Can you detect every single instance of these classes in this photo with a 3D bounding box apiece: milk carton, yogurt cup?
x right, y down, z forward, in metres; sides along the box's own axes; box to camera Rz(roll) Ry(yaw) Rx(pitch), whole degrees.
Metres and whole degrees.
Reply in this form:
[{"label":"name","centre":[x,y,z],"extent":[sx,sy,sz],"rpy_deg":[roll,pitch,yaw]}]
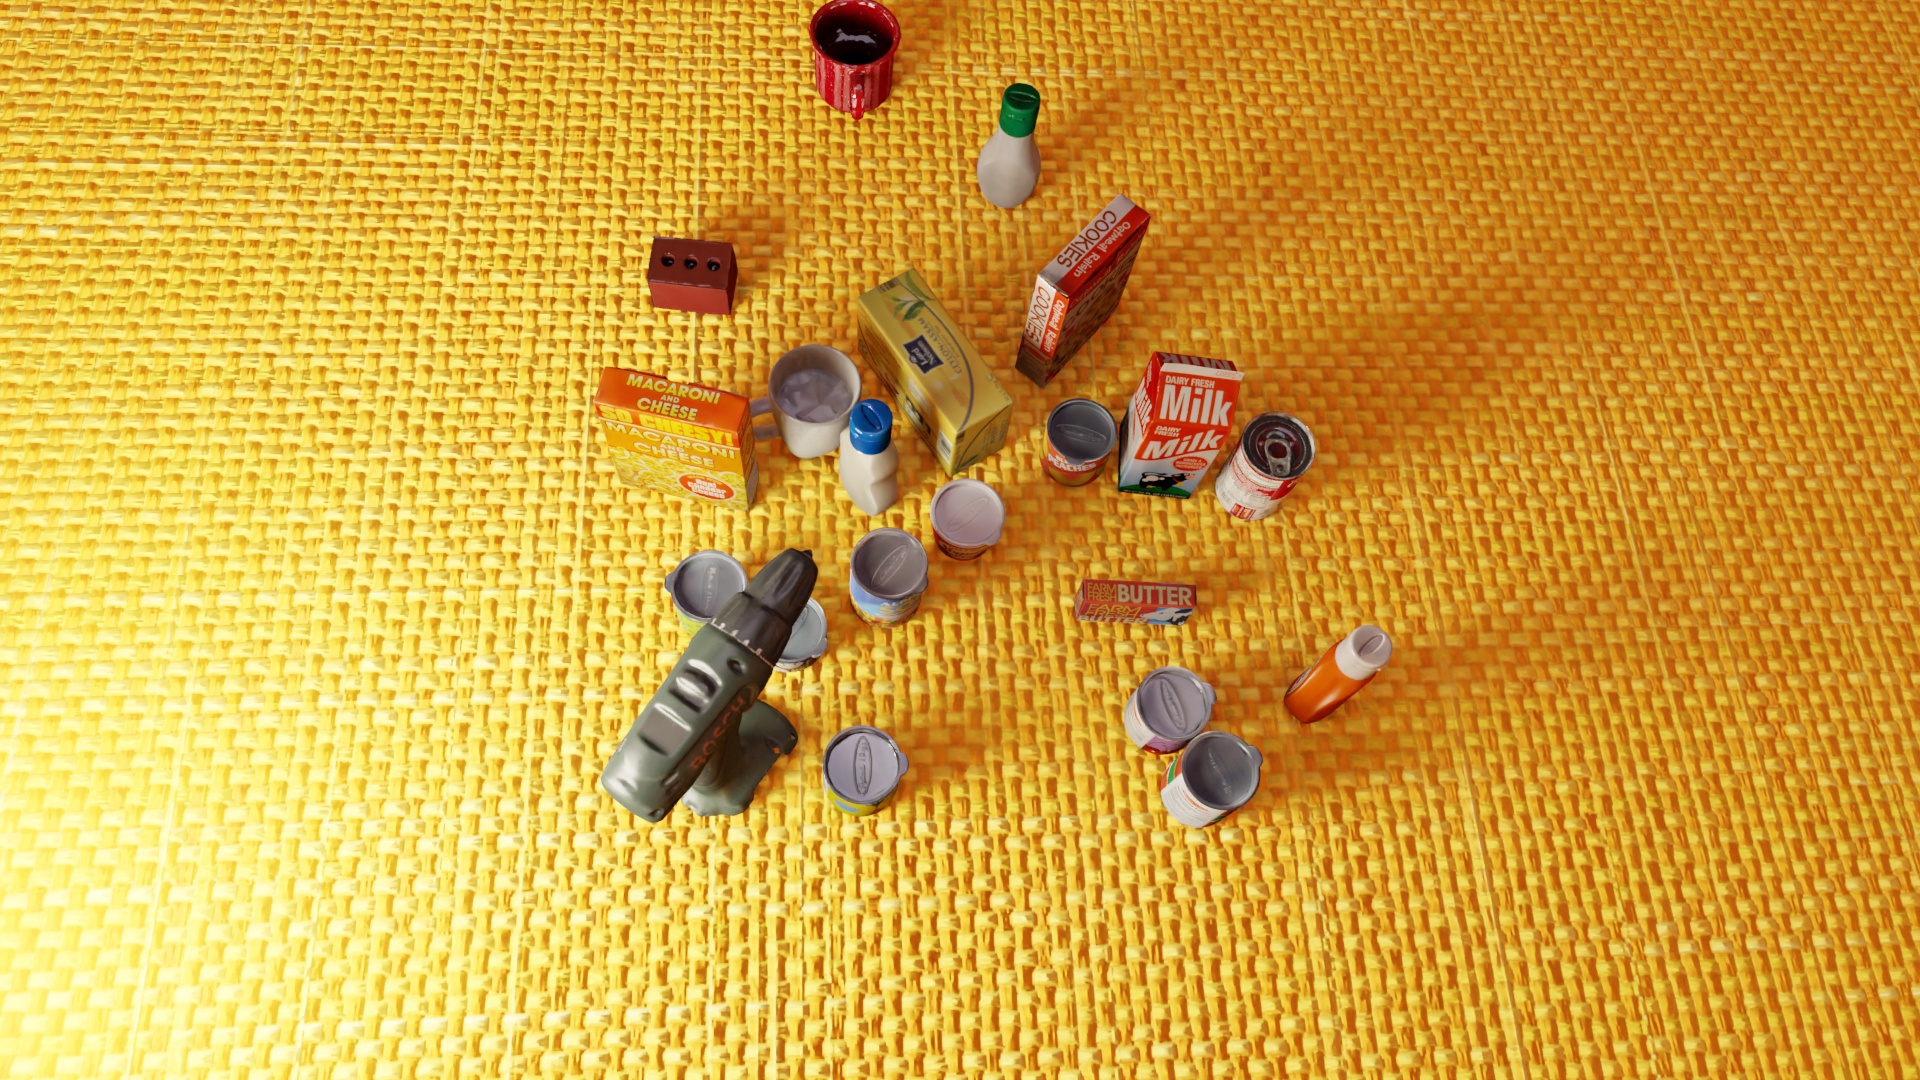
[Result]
[{"label":"milk carton","centre":[0.195,-0.110,1.249],"extent":[0.072,0.189,0.074],"rpy_deg":[6,67,-3]},{"label":"yogurt cup","centre":[0.005,-0.016,1.265],"extent":[0.072,0.053,0.072],"rpy_deg":[2,67,-5]}]

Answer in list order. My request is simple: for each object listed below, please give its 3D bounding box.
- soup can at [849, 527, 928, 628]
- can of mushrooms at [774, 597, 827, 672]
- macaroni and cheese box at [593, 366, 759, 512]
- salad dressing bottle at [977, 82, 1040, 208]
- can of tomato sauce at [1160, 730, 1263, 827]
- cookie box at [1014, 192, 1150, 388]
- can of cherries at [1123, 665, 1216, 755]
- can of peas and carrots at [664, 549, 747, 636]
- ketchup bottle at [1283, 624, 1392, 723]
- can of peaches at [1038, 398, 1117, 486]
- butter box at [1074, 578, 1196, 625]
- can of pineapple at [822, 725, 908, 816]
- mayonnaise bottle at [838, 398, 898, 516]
[{"label":"soup can","centre":[-0.062,0.036,1.220],"extent":[0.071,0.083,0.071],"rpy_deg":[2,68,-5]},{"label":"can of mushrooms","centre":[-0.148,0.082,1.219],"extent":[0.071,0.033,0.071],"rpy_deg":[2,67,-5]},{"label":"macaroni and cheese box","centre":[-0.243,-0.086,1.208],"extent":[0.124,0.165,0.040],"rpy_deg":[12,67,0]},{"label":"salad dressing bottle","centre":[0.052,-0.390,1.375],"extent":[0.064,0.147,0.044],"rpy_deg":[12,67,0]},{"label":"can of tomato sauce","centre":[0.212,0.203,1.178],"extent":[0.071,0.082,0.071],"rpy_deg":[2,68,-5]},{"label":"cookie box","centre":[0.113,-0.231,1.304],"extent":[0.040,0.166,0.123],"rpy_deg":[39,69,10]},{"label":"can of cherries","centre":[0.182,0.149,1.211],"extent":[0.071,0.058,0.072],"rpy_deg":[2,67,-5]},{"label":"can of peas and carrots","centre":[-0.220,0.049,1.212],"extent":[0.071,0.058,0.071],"rpy_deg":[2,67,-5]},{"label":"ketchup bottle","centre":[0.327,0.113,1.192],"extent":[0.065,0.148,0.043],"rpy_deg":[-36,76,-18]},{"label":"can of peaches","centre":[0.109,-0.089,1.303],"extent":[0.071,0.057,0.071],"rpy_deg":[2,67,-5]},{"label":"butter box","centre":[0.156,0.056,1.250],"extent":[0.103,0.053,0.024],"rpy_deg":[3,68,-4]},{"label":"can of pineapple","centre":[-0.081,0.195,1.166],"extent":[0.071,0.057,0.071],"rpy_deg":[2,67,-5]},{"label":"mayonnaise bottle","centre":[-0.080,-0.076,1.230],"extent":[0.041,0.147,0.065],"rpy_deg":[-32,74,-17]}]
